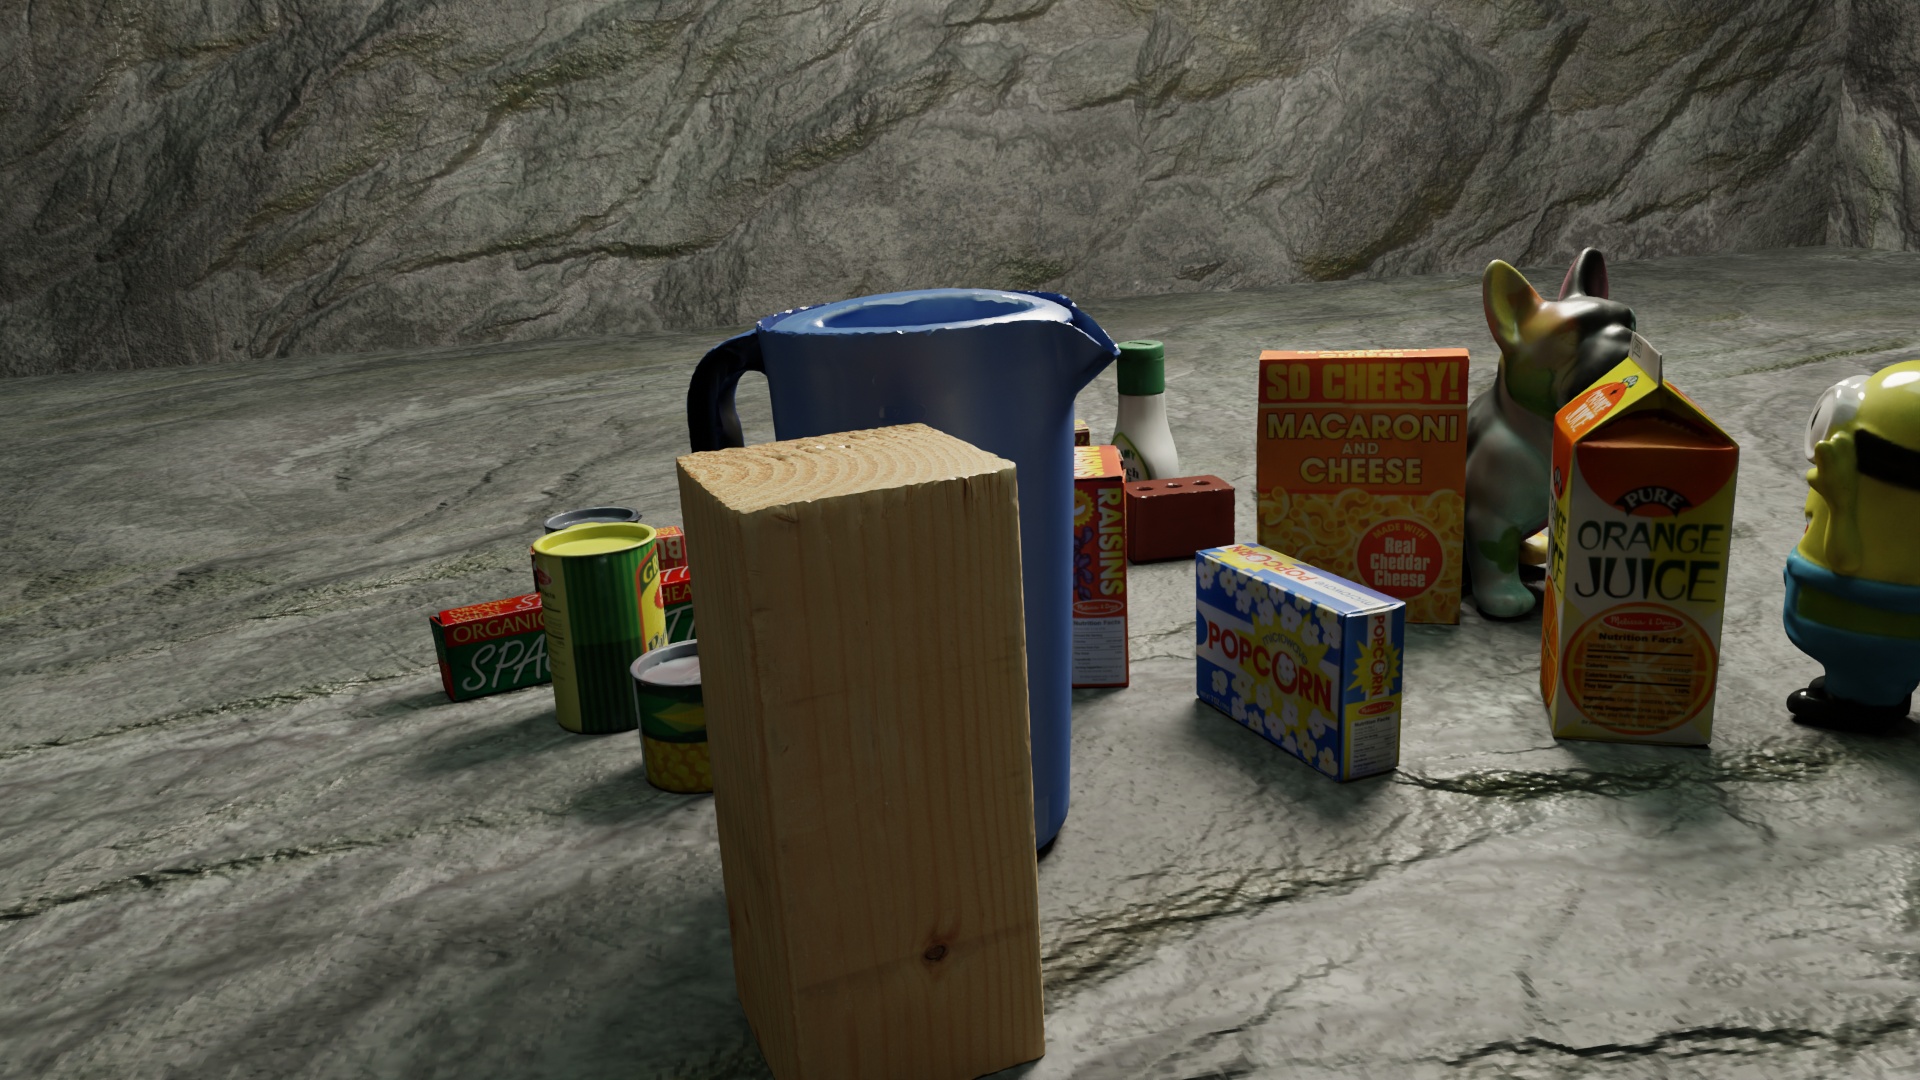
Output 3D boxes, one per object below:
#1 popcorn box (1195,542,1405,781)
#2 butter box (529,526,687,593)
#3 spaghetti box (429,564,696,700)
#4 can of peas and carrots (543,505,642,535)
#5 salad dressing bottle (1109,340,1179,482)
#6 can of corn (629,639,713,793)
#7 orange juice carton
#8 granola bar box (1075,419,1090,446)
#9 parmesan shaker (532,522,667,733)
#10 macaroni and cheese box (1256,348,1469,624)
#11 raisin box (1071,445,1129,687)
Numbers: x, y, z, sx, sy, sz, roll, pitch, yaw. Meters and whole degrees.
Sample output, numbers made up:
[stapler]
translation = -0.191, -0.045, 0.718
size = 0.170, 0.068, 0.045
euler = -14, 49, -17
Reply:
[popcorn box]
translation = 0.168, 0.057, 0.702
size = 0.038, 0.085, 0.127
euler = -10, 17, -22
[butter box]
translation = -0.242, 0.024, 0.961
size = 0.104, 0.053, 0.024
euler = -9, 16, -18
[spaghetti box]
translation = -0.198, 0.048, 0.873
size = 0.251, 0.050, 0.029
euler = -11, 17, -26
[can of peas and carrots]
translation = -0.260, 0.011, 1.000
size = 0.071, 0.058, 0.071
euler = -3, 16, 1
[salad dressing bottle]
translation = 0.140, -0.080, 1.077
size = 0.044, 0.147, 0.064
euler = -13, 18, -31
[can of corn]
translation = -0.128, 0.088, 0.703
size = 0.071, 0.058, 0.071
euler = -3, 16, 1
[orange juice carton]
translation = 0.331, -0.002, 0.684
size = 0.073, 0.192, 0.072
euler = 1, 16, 17
[granola bar box]
translation = 0.003, -0.011, 0.906
size = 0.166, 0.123, 0.039
euler = -4, 15, -2
[parmesan shaker]
translation = -0.199, 0.047, 0.778
size = 0.071, 0.102, 0.071
euler = -3, 15, 1
[macaroni and cheese box]
translation = 0.247, -0.034, 0.862
size = 0.124, 0.166, 0.040
euler = 1, 16, 16
[raisin box]
translation = 0.077, 0.013, 0.807
size = 0.040, 0.123, 0.086
euler = -2, 15, 4
